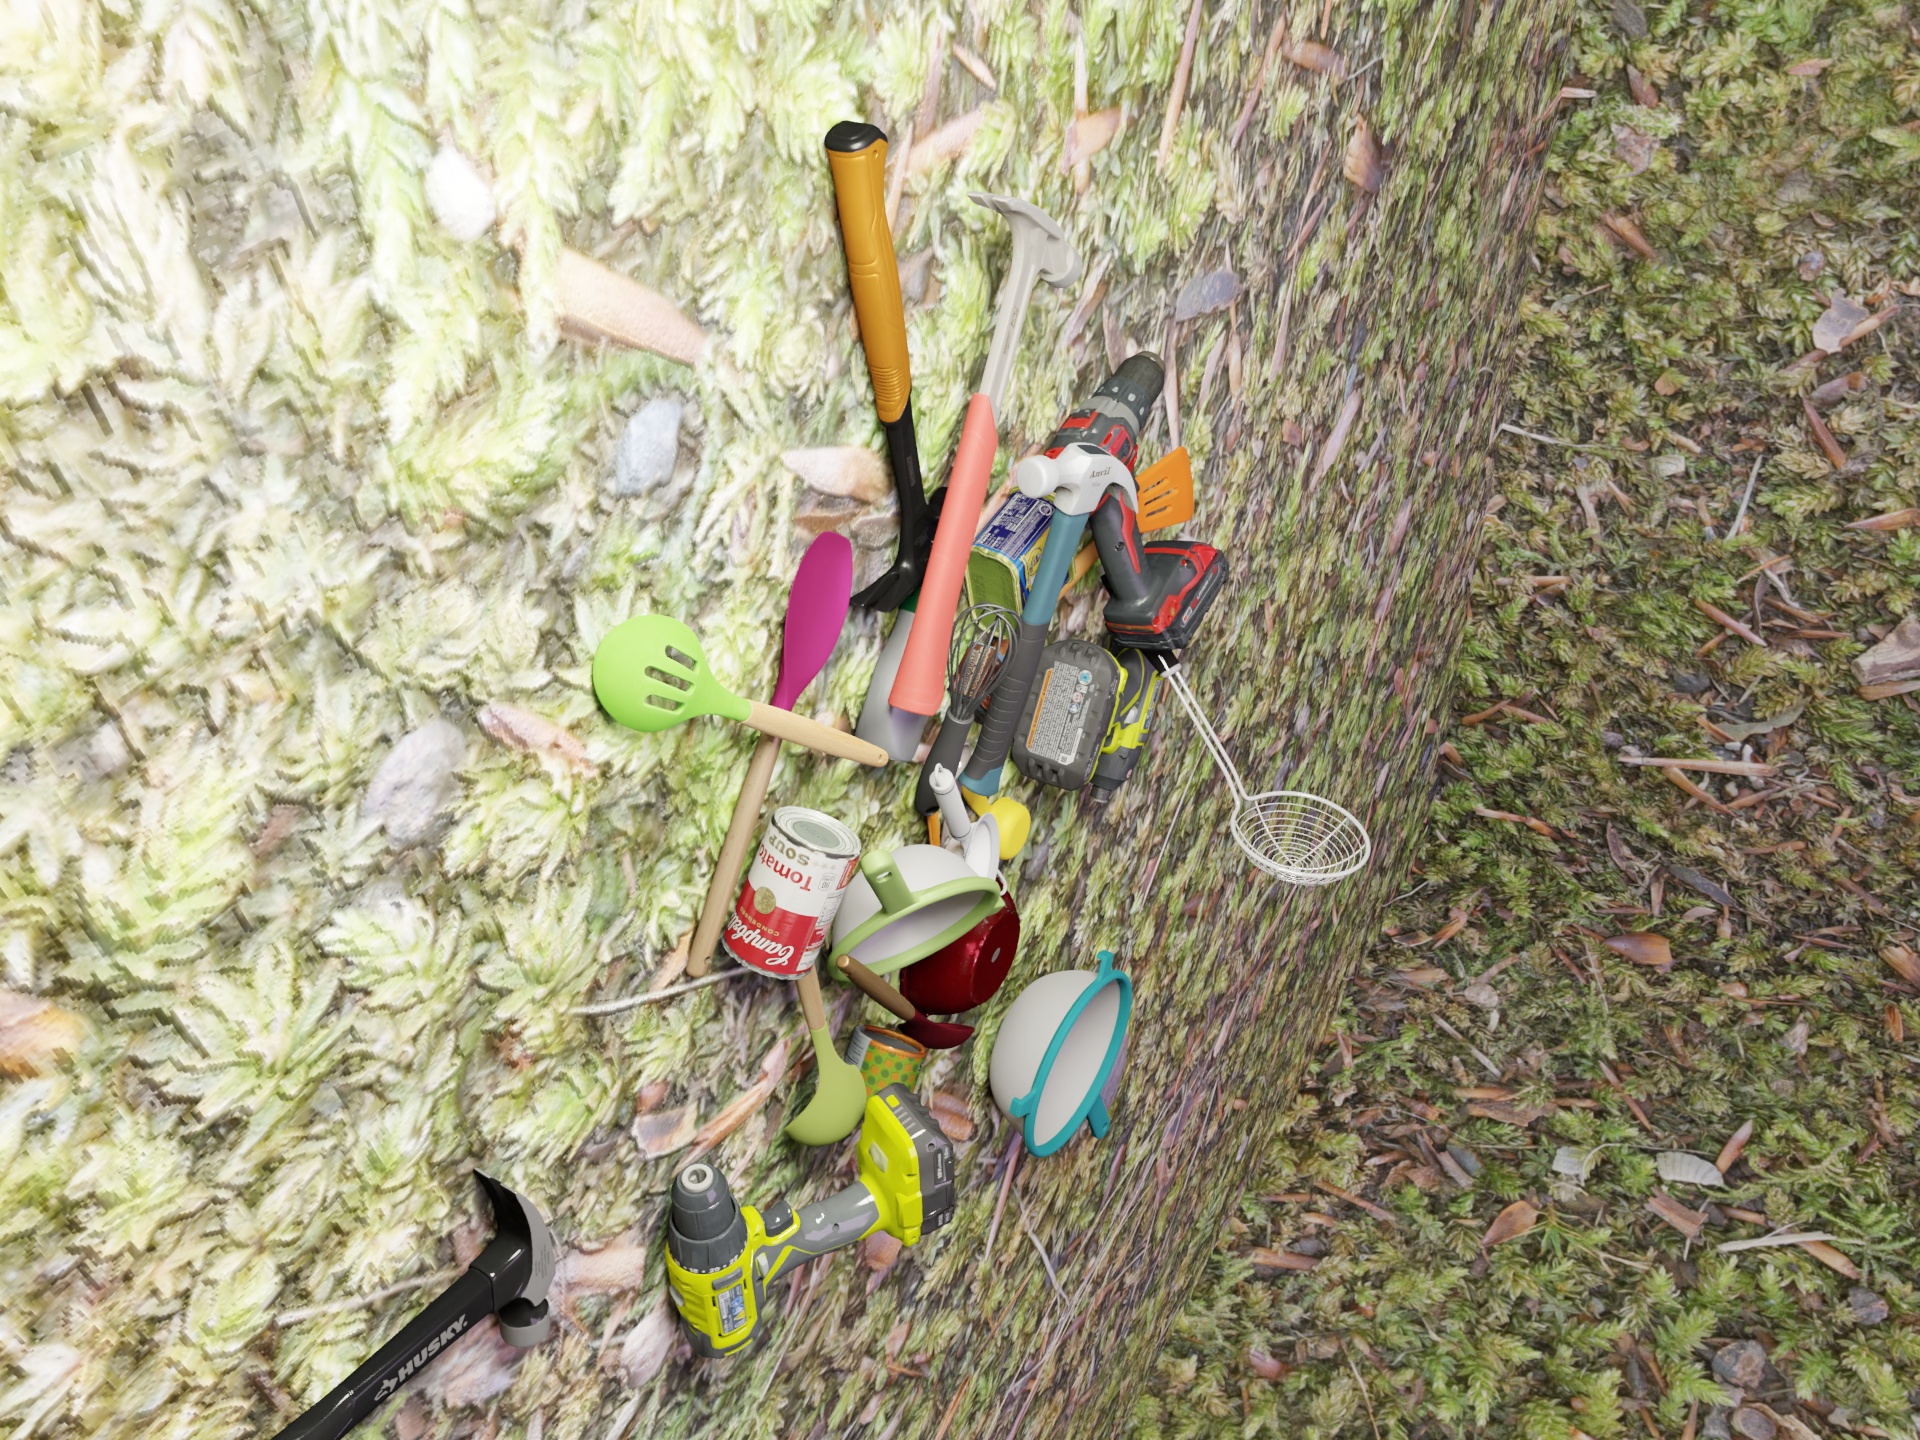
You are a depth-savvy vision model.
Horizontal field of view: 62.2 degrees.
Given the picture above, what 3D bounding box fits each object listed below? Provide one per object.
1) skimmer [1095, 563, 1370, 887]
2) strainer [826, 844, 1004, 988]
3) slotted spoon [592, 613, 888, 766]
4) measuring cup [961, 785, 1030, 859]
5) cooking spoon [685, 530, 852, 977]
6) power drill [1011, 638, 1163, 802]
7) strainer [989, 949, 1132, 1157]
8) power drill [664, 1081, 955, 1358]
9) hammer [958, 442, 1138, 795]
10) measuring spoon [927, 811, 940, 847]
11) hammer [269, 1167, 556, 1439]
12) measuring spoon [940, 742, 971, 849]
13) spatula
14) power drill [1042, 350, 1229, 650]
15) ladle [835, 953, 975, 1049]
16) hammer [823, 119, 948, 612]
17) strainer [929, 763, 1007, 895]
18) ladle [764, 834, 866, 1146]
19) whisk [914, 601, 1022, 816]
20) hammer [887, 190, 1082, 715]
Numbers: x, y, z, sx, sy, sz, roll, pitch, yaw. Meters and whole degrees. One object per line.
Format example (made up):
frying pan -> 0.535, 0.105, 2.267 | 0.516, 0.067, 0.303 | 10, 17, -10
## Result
skimmer -> 0.246, -0.006, 1.478 | 0.127, 0.363, 0.090 | -28, 175, -39
strainer -> -0.055, 0.124, 1.217 | 0.151, 0.069, 0.256 | -27, 157, -4
slotted spoon -> -0.127, -0.003, 1.040 | 0.313, 0.031, 0.070 | 24, 86, -61
measuring cup -> 0.031, 0.083, 1.445 | 0.062, 0.029, 0.156 | -63, 156, -16
cooking spoon -> -0.134, 0.024, 1.087 | 0.068, 0.017, 0.319 | 14, 94, -60
power drill -> 0.132, 0.001, 1.542 | 0.223, 0.080, 0.171 | 0, 107, -67
strainer -> 0.103, 0.377, 1.732 | 0.211, 0.095, 0.340 | -57, 154, -22
power drill -> -0.120, 0.374, 1.227 | 0.228, 0.080, 0.190 | -22, 132, -26
hammer -> 0.055, -0.071, 1.263 | 0.128, 0.033, 0.330 | -20, 139, -42
measuring spoon -> -0.026, 0.105, 1.375 | 0.021, 0.011, 0.116 | -62, 155, -52
hammer -> -0.355, 0.389, 0.884 | 0.335, 0.035, 0.146 | -36, 139, -50
measuring spoon -> -0.012, 0.067, 1.375 | 0.034, 0.018, 0.124 | -39, 148, -44
spatula -> 0.122, -0.147, 1.455 | 0.323, 0.041, 0.081 | -46, 137, -39
power drill -> 0.157, -0.193, 1.404 | 0.188, 0.080, 0.226 | -56, 132, -28
ladle -> -0.050, 0.237, 1.328 | 0.315, 0.069, 0.031 | 57, 36, -64
hammer -> -0.051, -0.229, 1.055 | 0.127, 0.034, 0.336 | -53, 150, -35
strainer -> 0.000, 0.092, 1.331 | 0.258, 0.050, 0.087 | 72, 32, -62
ladle -> -0.124, 0.210, 1.227 | 0.078, 0.062, 0.319 | -38, 134, -37
whisk -> -0.002, -0.003, 1.253 | 0.055, 0.055, 0.238 | -44, 161, -44
hammer -> 0.005, -0.180, 1.122 | 0.149, 0.037, 0.359 | 3, 103, -65
